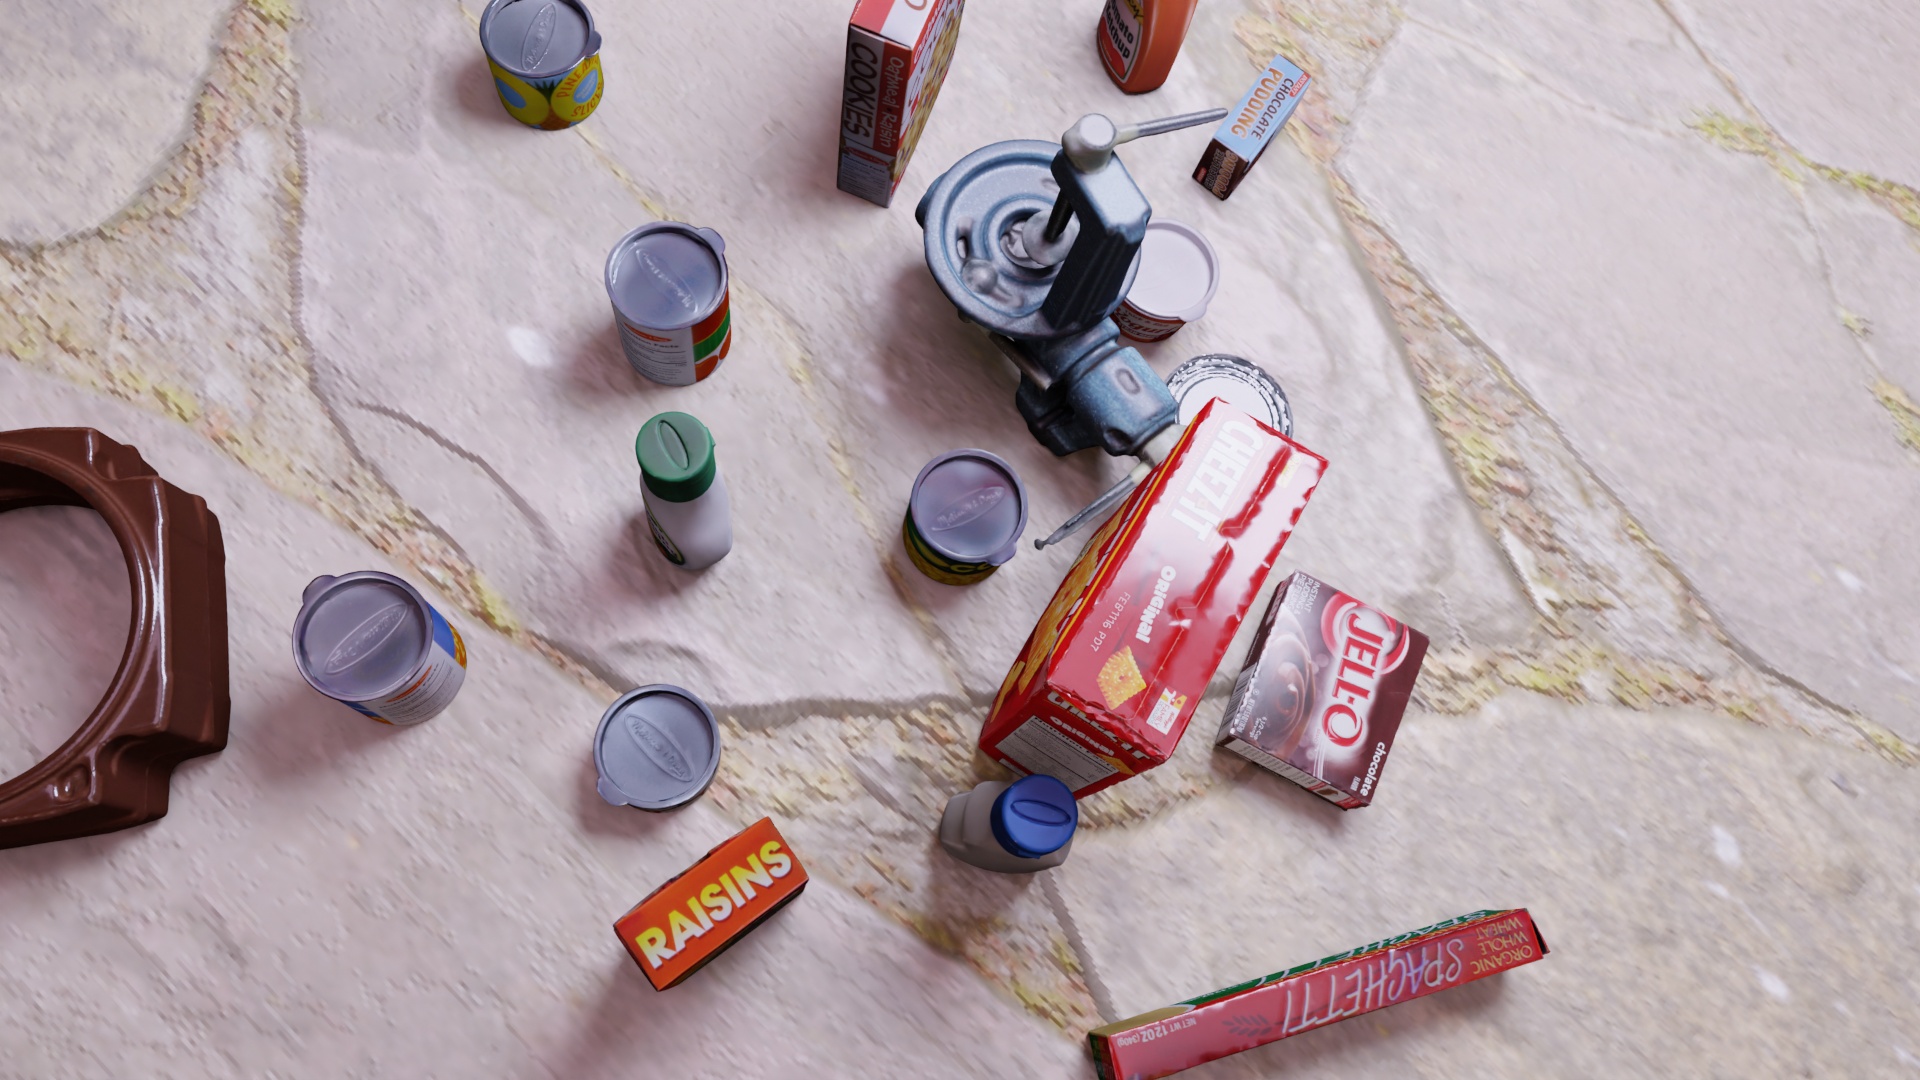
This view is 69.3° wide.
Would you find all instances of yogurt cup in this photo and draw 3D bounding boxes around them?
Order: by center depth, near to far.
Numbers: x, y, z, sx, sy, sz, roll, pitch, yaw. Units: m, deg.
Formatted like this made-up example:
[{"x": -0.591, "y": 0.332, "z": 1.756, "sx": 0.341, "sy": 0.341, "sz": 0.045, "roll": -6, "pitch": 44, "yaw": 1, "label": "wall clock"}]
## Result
[{"x": 0.120, "y": -0.157, "z": 0.857, "sx": 0.072, "sy": 0.053, "sz": 0.072, "roll": 2, "pitch": 73, "yaw": -7, "label": "yogurt cup"}]

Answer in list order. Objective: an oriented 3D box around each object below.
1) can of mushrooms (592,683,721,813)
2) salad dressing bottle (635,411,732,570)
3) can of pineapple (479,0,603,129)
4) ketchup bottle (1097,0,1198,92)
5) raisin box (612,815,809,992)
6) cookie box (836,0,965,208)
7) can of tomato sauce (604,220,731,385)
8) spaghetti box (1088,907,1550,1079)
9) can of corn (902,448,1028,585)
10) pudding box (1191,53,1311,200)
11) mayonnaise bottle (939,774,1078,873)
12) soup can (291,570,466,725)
[{"x": -0.164, "y": 0.114, "z": 0.748, "sx": 0.071, "sy": 0.033, "sz": 0.071, "roll": 2, "pitch": 73, "yaw": -7, "label": "can of mushrooms"}, {"x": -0.146, "y": -0.026, "z": 0.732, "sx": 0.044, "sy": 0.147, "sz": 0.064, "roll": -25, "pitch": 79, "yaw": -14, "label": "salad dressing bottle"}, {"x": -0.252, "y": -0.292, "z": 0.844, "sx": 0.071, "sy": 0.057, "sz": 0.071, "roll": 2, "pitch": 73, "yaw": -7, "label": "can of pineapple"}, {"x": 0.124, "y": -0.346, "z": 0.864, "sx": 0.043, "sy": 0.148, "sz": 0.065, "roll": -16, "pitch": 77, "yaw": -12, "label": "ketchup bottle"}, {"x": -0.120, "y": 0.180, "z": 0.687, "sx": 0.086, "sy": 0.123, "sz": 0.040, "roll": -34, "pitch": 81, "yaw": -15, "label": "raisin box"}, {"x": -0.032, "y": -0.293, "z": 0.817, "sx": 0.040, "sy": 0.167, "sz": 0.123, "roll": 21, "pitch": 72, "yaw": -1, "label": "cookie box"}, {"x": -0.164, "y": -0.135, "z": 0.796, "sx": 0.071, "sy": 0.083, "sz": 0.071, "roll": 2, "pitch": 74, "yaw": -7, "label": "can of tomato sauce"}, {"x": 0.193, "y": 0.244, "z": 0.749, "sx": 0.250, "sy": 0.050, "sz": 0.029, "roll": -13, "pitch": 76, "yaw": -11, "label": "spaghetti box"}, {"x": 0.003, "y": -0.010, "z": 0.794, "sx": 0.071, "sy": 0.058, "sz": 0.071, "roll": 2, "pitch": 73, "yaw": -7, "label": "can of corn"}, {"x": 0.189, "y": -0.268, "z": 0.901, "sx": 0.030, "sy": 0.049, "sz": 0.084, "roll": 36, "pitch": 72, "yaw": 4, "label": "pudding box"}, {"x": 0.028, "y": 0.144, "z": 0.705, "sx": 0.065, "sy": 0.147, "sz": 0.041, "roll": 14, "pitch": 73, "yaw": -3, "label": "mayonnaise bottle"}, {"x": -0.300, "y": 0.056, "z": 0.720, "sx": 0.071, "sy": 0.083, "sz": 0.071, "roll": 2, "pitch": 74, "yaw": -7, "label": "soup can"}]
